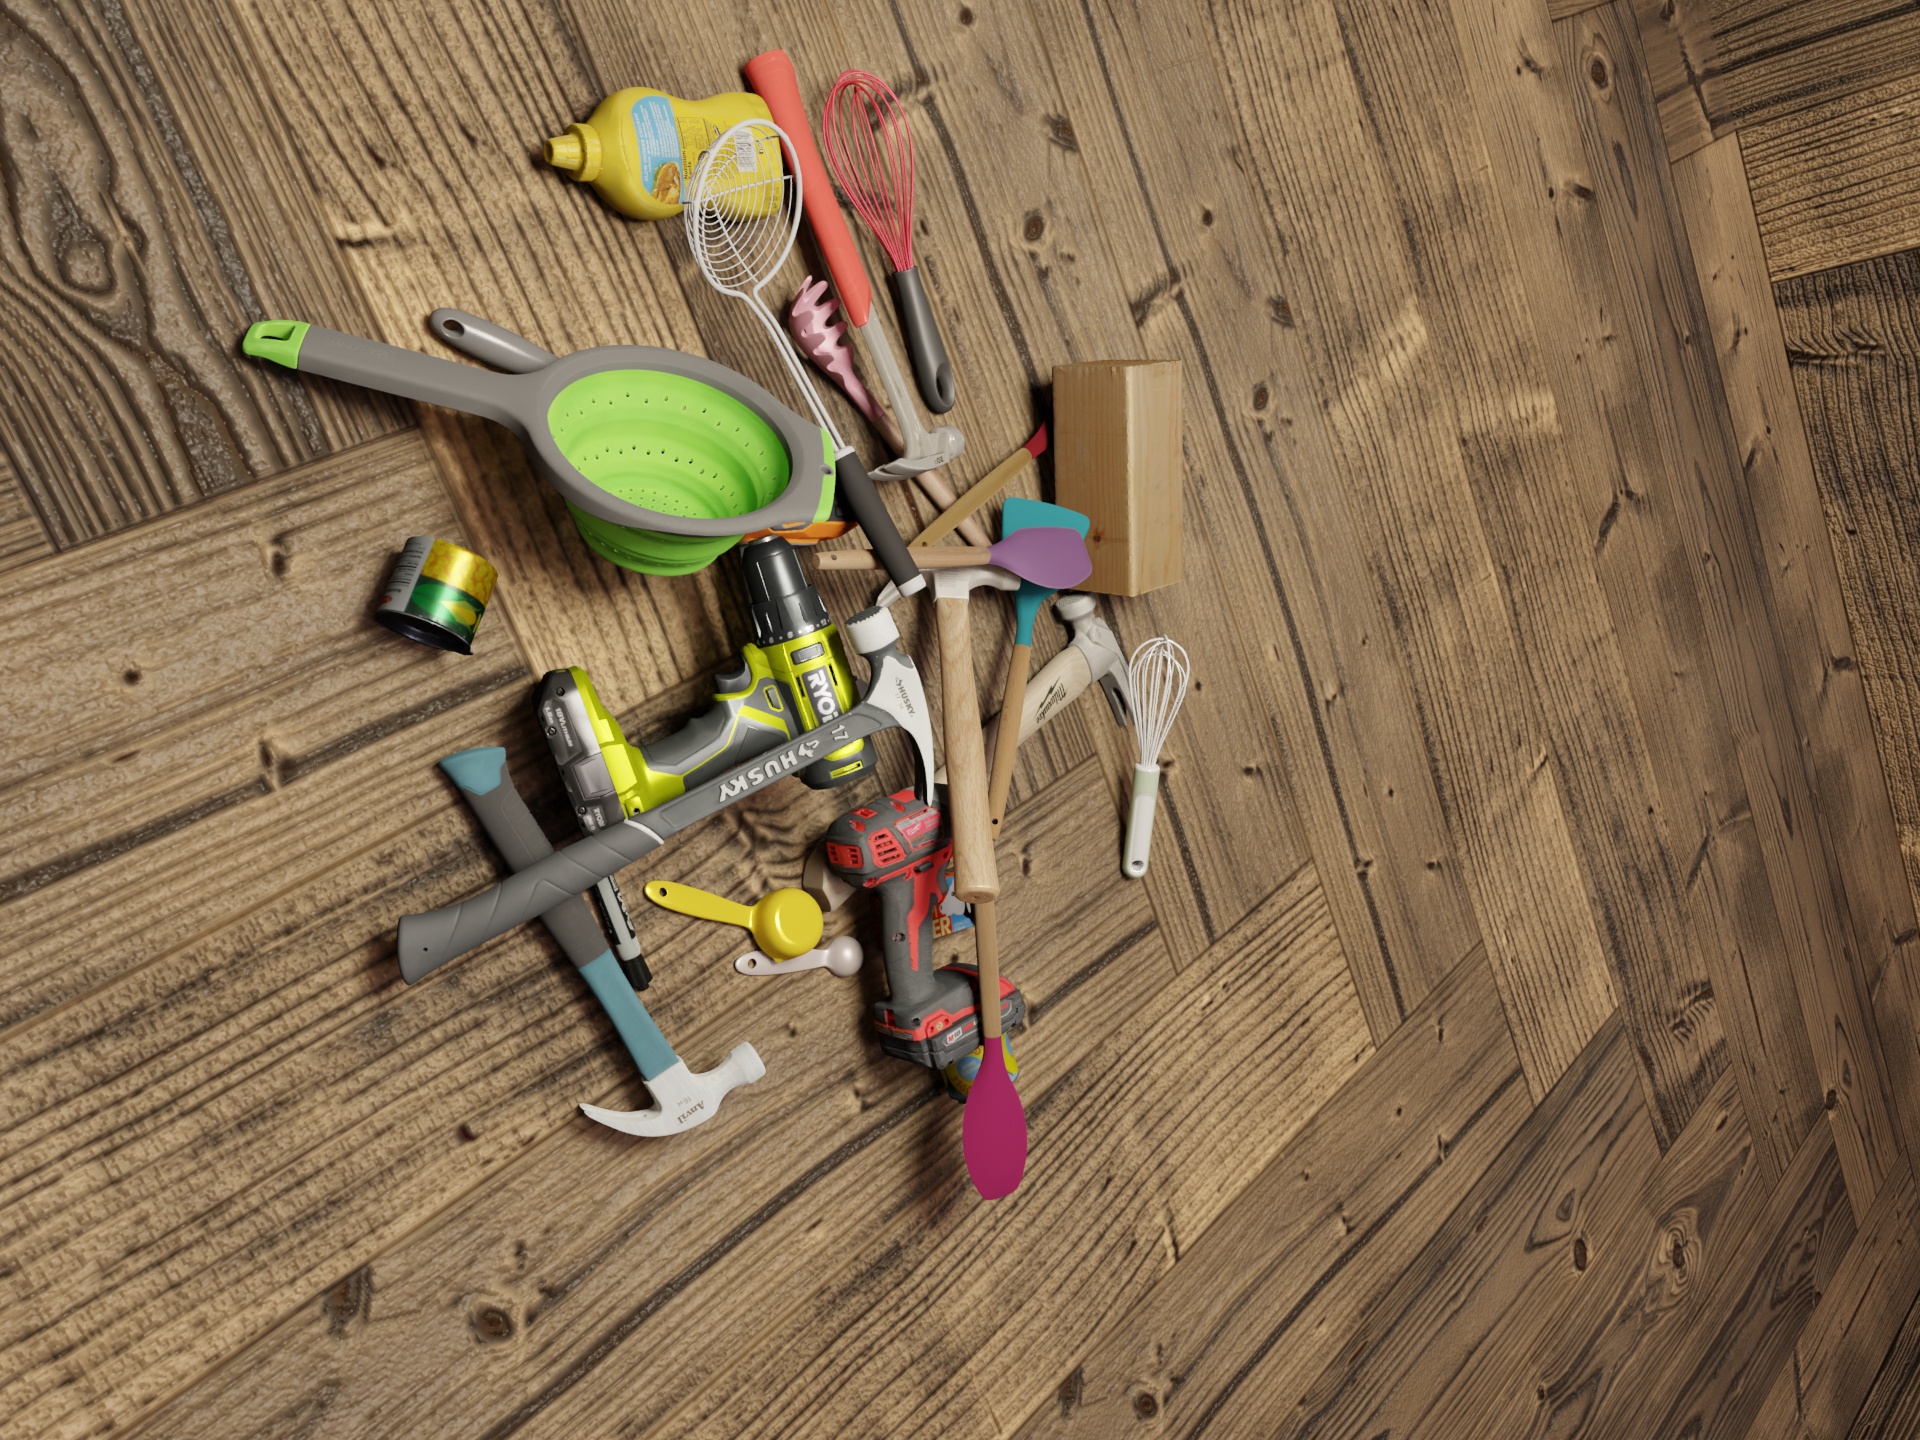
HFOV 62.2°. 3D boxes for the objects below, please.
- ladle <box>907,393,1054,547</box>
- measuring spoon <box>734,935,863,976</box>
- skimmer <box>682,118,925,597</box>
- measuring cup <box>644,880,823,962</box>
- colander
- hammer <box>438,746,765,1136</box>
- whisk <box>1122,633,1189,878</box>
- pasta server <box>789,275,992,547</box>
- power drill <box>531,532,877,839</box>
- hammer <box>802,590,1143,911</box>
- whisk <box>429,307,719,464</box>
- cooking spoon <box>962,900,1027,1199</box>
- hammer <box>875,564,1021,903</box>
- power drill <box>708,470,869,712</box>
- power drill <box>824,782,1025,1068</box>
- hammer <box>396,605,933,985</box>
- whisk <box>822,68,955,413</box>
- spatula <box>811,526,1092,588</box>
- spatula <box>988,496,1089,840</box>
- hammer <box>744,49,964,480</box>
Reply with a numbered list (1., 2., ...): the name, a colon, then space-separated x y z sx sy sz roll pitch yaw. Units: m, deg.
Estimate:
1. ladle: 0.044 -0.230 1.442 0.315 0.031 0.069 -46 121 -38
2. measuring spoon: -0.128 0.196 1.300 0.124 0.018 0.034 2 86 -40
3. skimmer: -0.100 -0.268 1.208 0.127 0.090 0.363 -37 102 -48
4. measuring cup: -0.174 0.148 1.251 0.156 0.029 0.062 21 62 -35
5. colander: -0.290 -0.187 1.111 0.397 0.094 0.205 12 43 -15
6. hammer: -0.273 0.160 1.156 0.128 0.033 0.331 -33 105 -20
7. whisk: 0.180 0.037 1.518 0.058 0.059 0.246 3 107 -7
8. pasta server: -0.050 -0.247 1.378 0.316 0.040 0.060 49 34 -29
9. power drill: -0.190 -0.018 1.165 0.228 0.080 0.190 -21 101 -15
10. hammer: 0.017 0.044 1.421 0.411 0.038 0.146 -40 114 -34
11. whisk: -0.278 -0.251 1.180 0.238 0.055 0.055 20 75 -34
12. cooking spoon: 0.024 0.232 1.297 0.068 0.017 0.319 -5 92 -39
13. hammer: -0.002 -0.004 1.313 0.130 0.031 0.332 1 58 -10
14. power drill: -0.126 -0.088 1.280 0.164 0.084 0.226 -6 96 -41
15. power drill: -0.025 0.162 1.318 0.143 0.078 0.219 -23 106 -38
16. hammer: -0.201 0.072 1.112 0.409 0.036 0.149 -28 108 -15
17. whisk: -0.054 -0.408 1.374 0.073 0.073 0.295 -32 115 -37
18. spatula: 0.003 -0.135 1.331 0.315 0.018 0.060 -6 75 -43
19. spatula: 0.051 -0.046 1.403 0.082 0.044 0.318 13 66 -8
20. hammer: -0.098 -0.372 1.307 0.149 0.037 0.359 -34 103 -63
